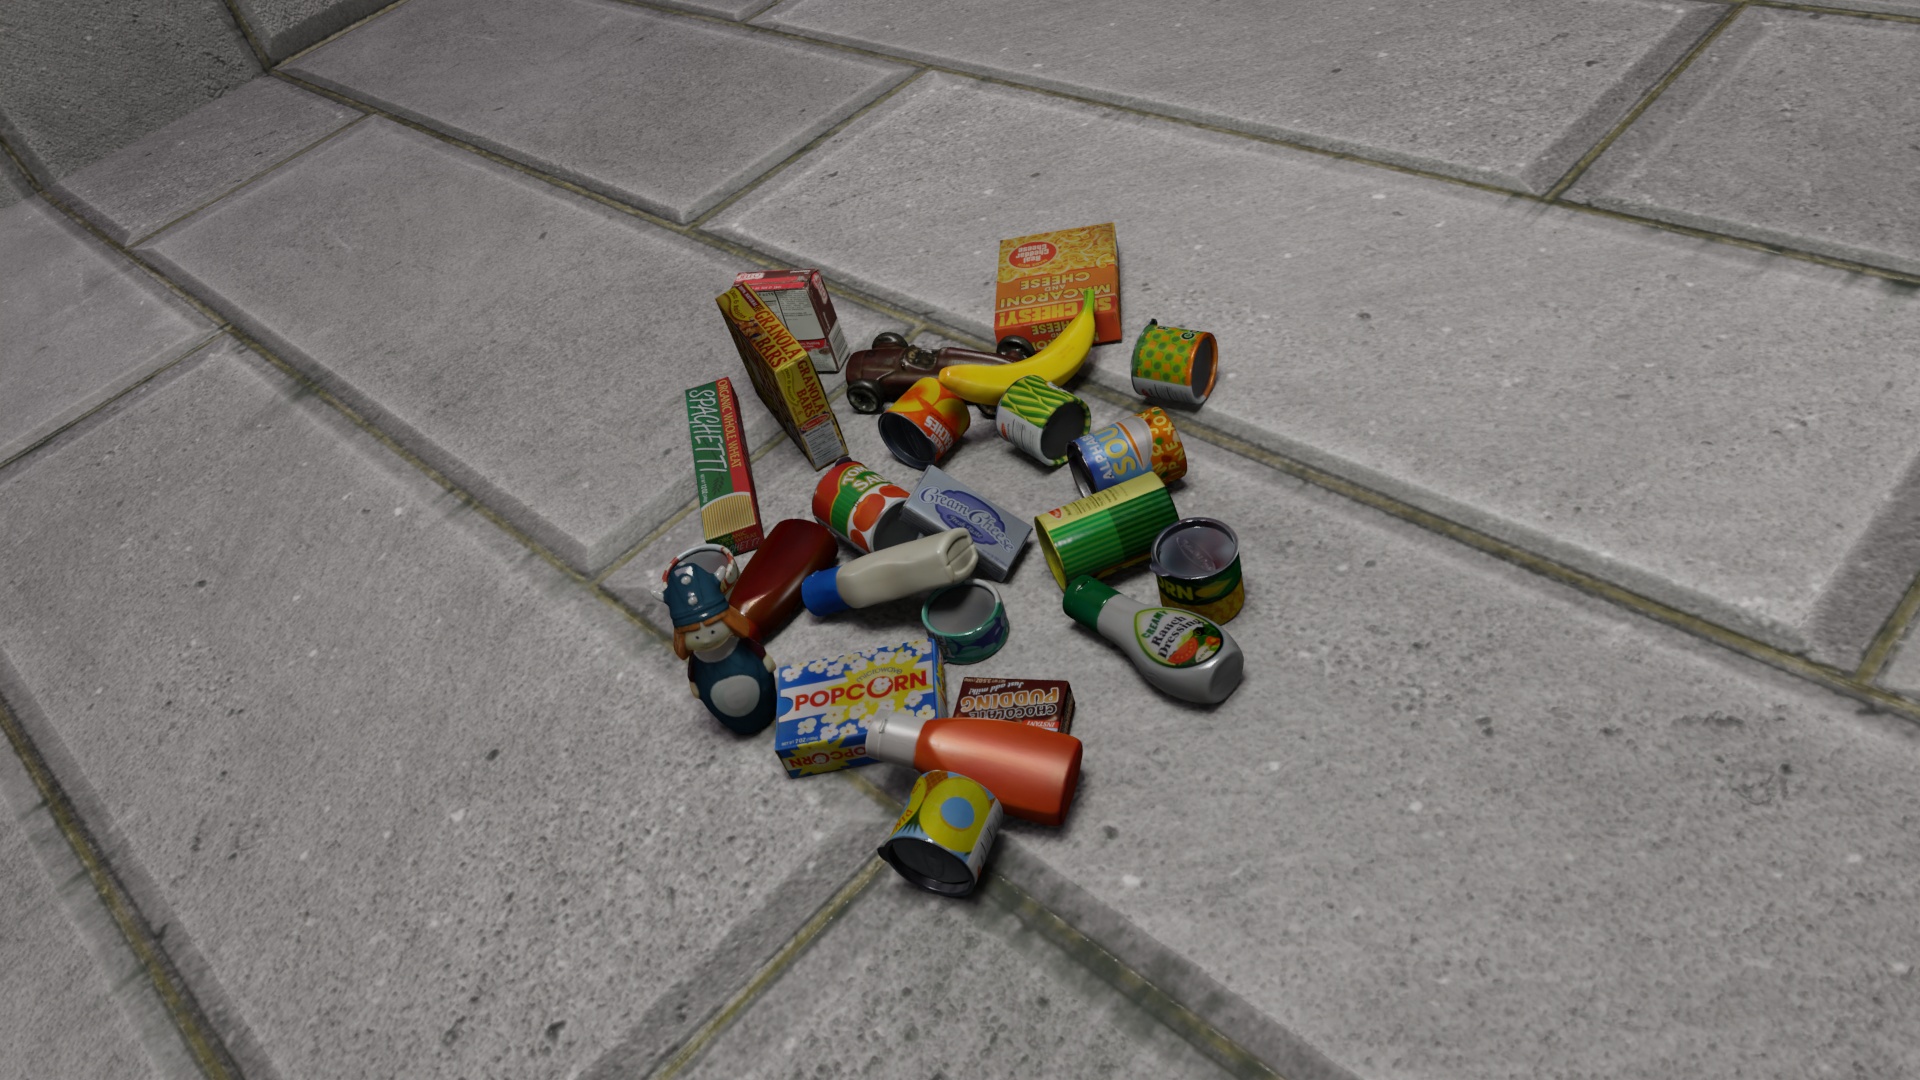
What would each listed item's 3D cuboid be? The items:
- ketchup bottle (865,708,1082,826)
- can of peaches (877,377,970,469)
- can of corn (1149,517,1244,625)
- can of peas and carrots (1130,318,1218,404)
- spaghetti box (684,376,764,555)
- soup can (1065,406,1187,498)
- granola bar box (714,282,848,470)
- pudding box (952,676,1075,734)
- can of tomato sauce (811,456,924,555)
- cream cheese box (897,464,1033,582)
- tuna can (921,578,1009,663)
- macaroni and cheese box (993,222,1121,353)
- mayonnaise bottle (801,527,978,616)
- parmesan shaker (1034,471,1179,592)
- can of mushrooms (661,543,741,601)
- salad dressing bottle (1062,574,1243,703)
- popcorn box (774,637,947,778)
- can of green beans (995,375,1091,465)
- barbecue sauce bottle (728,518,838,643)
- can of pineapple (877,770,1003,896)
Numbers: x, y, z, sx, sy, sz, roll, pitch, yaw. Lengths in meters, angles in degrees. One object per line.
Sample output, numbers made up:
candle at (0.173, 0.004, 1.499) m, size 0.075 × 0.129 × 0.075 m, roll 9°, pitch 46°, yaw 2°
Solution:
ketchup bottle at (0.008, 0.153, 0.979) m, size 0.149 × 0.043 × 0.065 m, roll 12°, pitch 61°, yaw 14°
can of peaches at (-0.031, -0.108, 1.278) m, size 0.071 × 0.071 × 0.058 m, roll 19°, pitch 53°, yaw 34°
can of corn at (0.181, 0.027, 1.068) m, size 0.071 × 0.058 × 0.071 m, roll -9°, pitch 42°, yaw 9°
can of peas and carrots at (0.195, -0.162, 1.258) m, size 0.059 × 0.070 × 0.071 m, roll 13°, pitch 50°, yaw 29°
spaghetti box at (-0.230, -0.076, 1.339) m, size 0.050 × 0.028 × 0.251 m, roll -18°, pitch 42°, yaw -2°
soup can at (0.140, -0.070, 1.176) m, size 0.084 × 0.071 × 0.071 m, roll -23°, pitch 42°, yaw -7°
granola bar box at (-0.172, -0.160, 1.339) m, size 0.039 × 0.123 × 0.166 m, roll -29°, pitch 43°, yaw -11°
pudding box at (0.038, 0.129, 1.026) m, size 0.084 × 0.030 × 0.050 m, roll 0°, pitch 45°, yaw 19°
can of tomato sauce at (-0.077, -0.025, 1.203) m, size 0.071 × 0.071 × 0.083 m, roll -39°, pitch 46°, yaw -22°
cream cheese box at (0.004, -0.015, 1.157) m, size 0.104 × 0.024 × 0.054 m, roll 32°, pitch 53°, yaw -1°
tuna can at (0.002, 0.065, 1.106) m, size 0.071 × 0.032 × 0.071 m, roll -9°, pitch 42°, yaw 9°
macaroni and cheese box at (0.100, -0.256, 1.413) m, size 0.124 × 0.040 × 0.167 m, roll -7°, pitch 42°, yaw 11°
mayonnaise bottle at (-0.061, 0.029, 1.132) m, size 0.148 × 0.041 × 0.065 m, roll -16°, pitch 12°, yaw 29°
parmesan shaker at (0.120, -0.006, 1.117) m, size 0.103 × 0.071 × 0.071 m, roll -21°, pitch 42°, yaw -5°
can of mushrooms at (-0.224, 0.038, 1.212) m, size 0.071 × 0.033 × 0.071 m, roll -9°, pitch 42°, yaw 8°
salad dressing bottle at (0.141, 0.071, 1.044) m, size 0.064 × 0.043 × 0.148 m, roll -41°, pitch 47°, yaw -23°
popcorn box at (-0.075, 0.127, 1.061) m, size 0.127 × 0.038 × 0.085 m, roll -12°, pitch 43°, yaw 6°
can of green beans at (0.074, -0.107, 1.242) m, size 0.071 × 0.071 × 0.058 m, roll -37°, pitch 46°, yaw -21°
barbecue sauce bottle at (-0.165, 0.046, 1.175) m, size 0.065 × 0.043 × 0.149 m, roll 6°, pitch 47°, yaw 32°
can of pineapple at (-0.012, 0.197, 0.942) m, size 0.071 × 0.070 × 0.058 m, roll 6°, pitch 46°, yaw 25°
